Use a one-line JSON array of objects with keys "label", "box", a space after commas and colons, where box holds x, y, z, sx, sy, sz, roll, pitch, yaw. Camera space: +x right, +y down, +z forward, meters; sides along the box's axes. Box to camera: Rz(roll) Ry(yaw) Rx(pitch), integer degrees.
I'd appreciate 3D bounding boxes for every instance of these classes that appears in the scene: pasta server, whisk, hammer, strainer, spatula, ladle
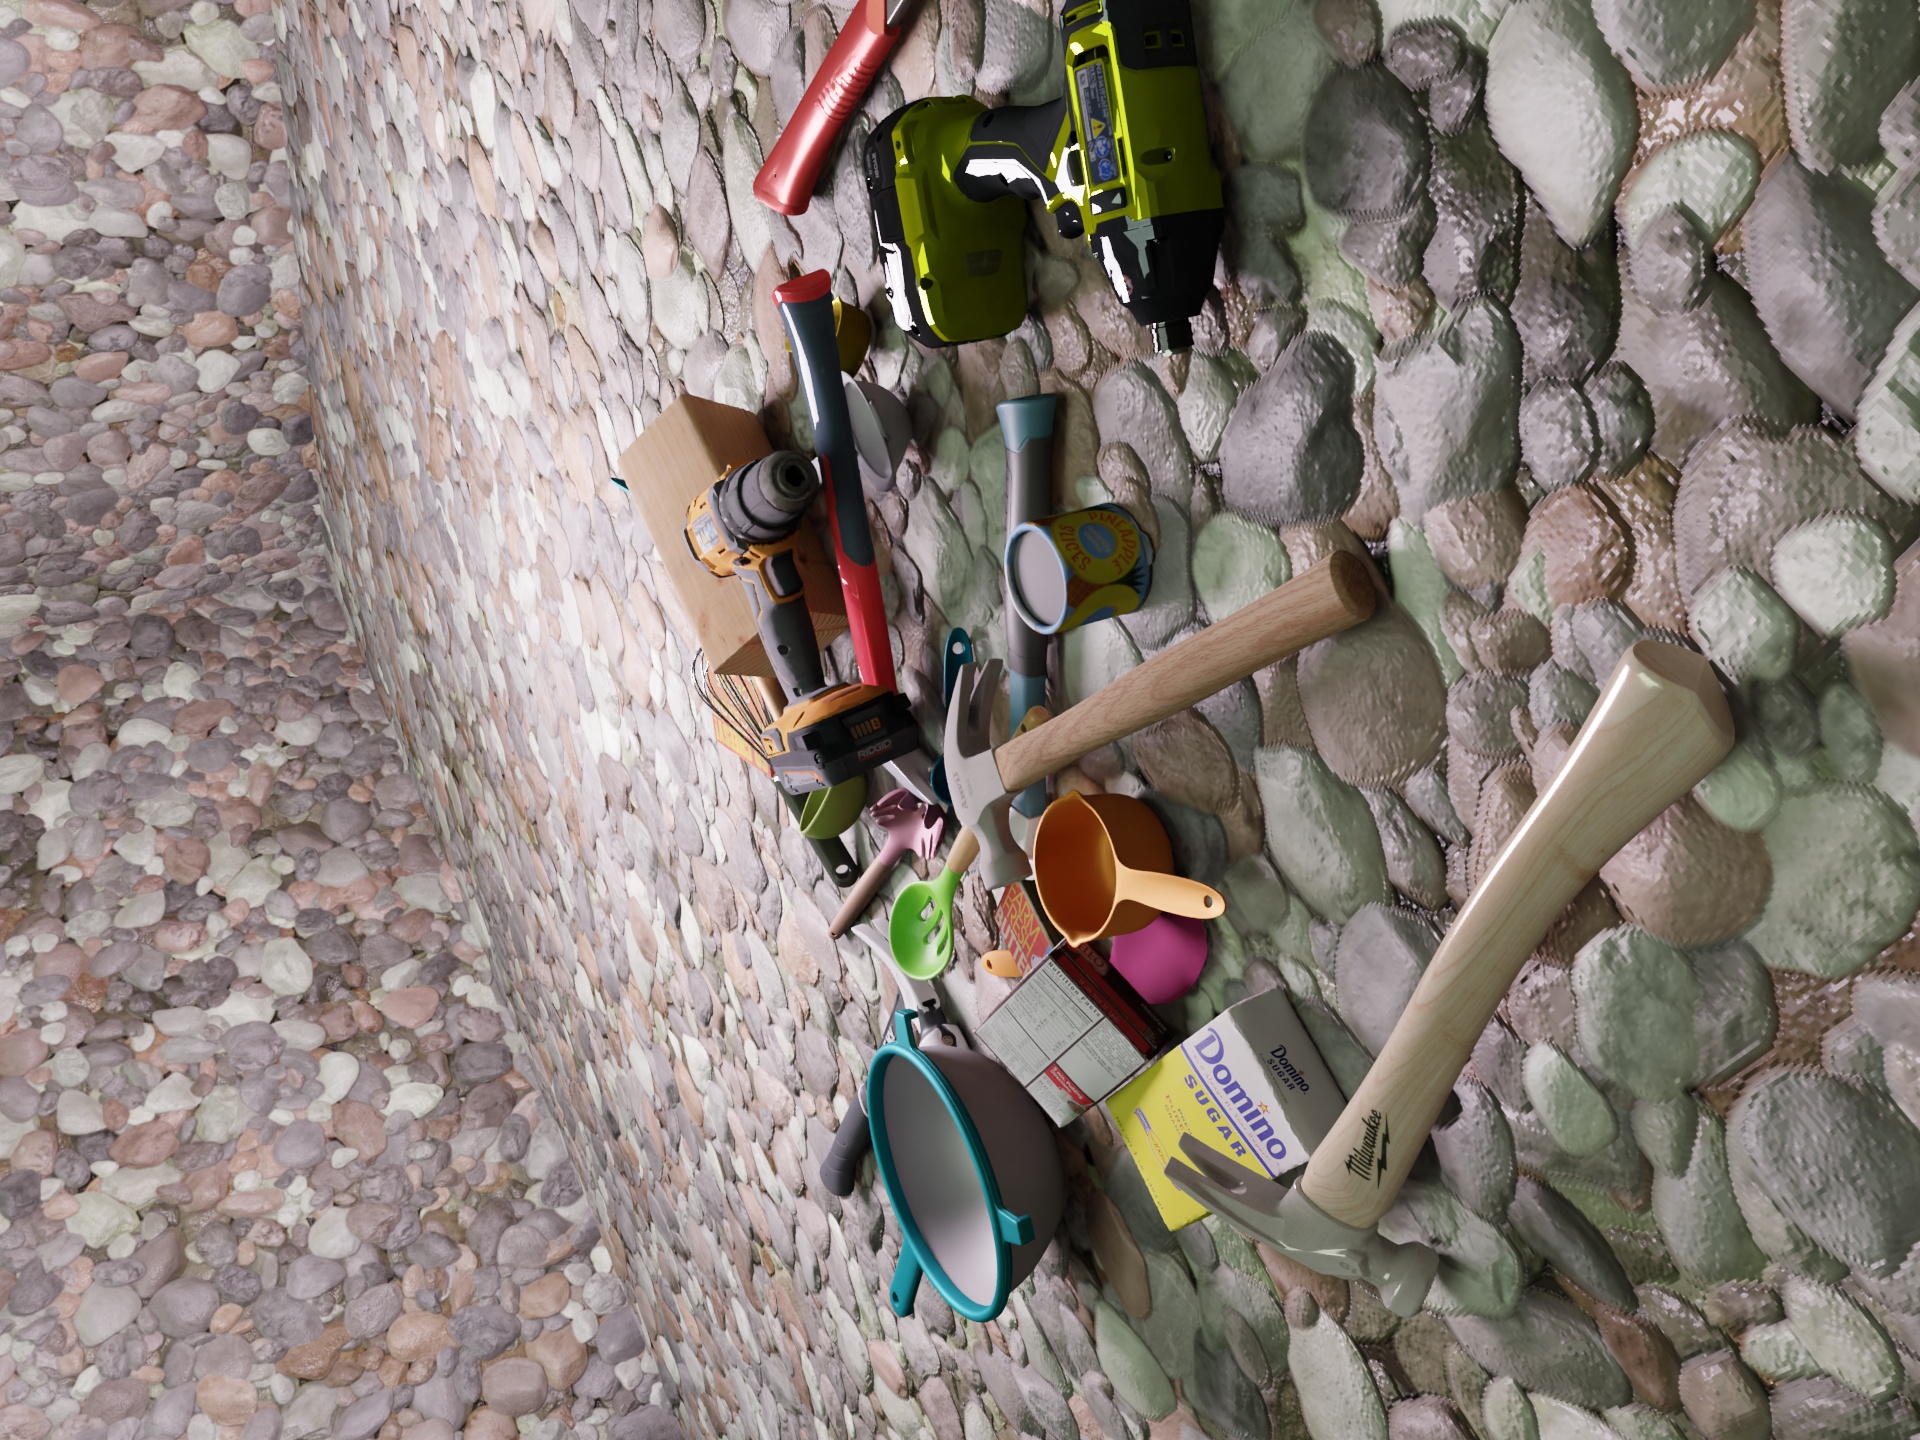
[{"label": "pasta server", "box": [-0.071, 0.127, 1.299, 0.060, 0.040, 0.316, 38, 148, 2]}, {"label": "whisk", "box": [-0.153, 0.037, 1.343, 0.246, 0.058, 0.059, 61, 176, -12]}, {"label": "hammer", "box": [-0.060, -0.428, 0.975, 0.359, 0.036, 0.149, -29, 79, 61]}, {"label": "hammer", "box": [-0.065, -0.115, 1.080, 0.143, 0.038, 0.385, 42, 151, 43]}, {"label": "hammer", "box": [0.092, -0.012, 0.865, 0.331, 0.031, 0.130, -32, 74, 49]}, {"label": "strainer", "box": [0.006, 0.373, 1.237, 0.211, 0.095, 0.340, 57, 150, 33]}, {"label": "hammer", "box": [0.041, -0.045, 1.004, 0.128, 0.033, 0.330, 36, 135, 50]}, {"label": "hammer", "box": [-0.083, 0.330, 1.436, 0.149, 0.036, 0.408, 58, 149, 28]}, {"label": "hammer", "box": [0.216, 0.126, 0.726, 0.146, 0.038, 0.410, 26, 131, 13]}, {"label": "spatula", "box": [-0.192, -0.084, 1.307, 0.044, 0.082, 0.318, -38, 67, 26]}, {"label": "strainer", "box": [-0.084, -0.193, 1.142, 0.087, 0.050, 0.258, 66, 157, -5]}, {"label": "ladle", "box": [-0.140, -0.060, 1.305, 0.078, 0.062, 0.320, 155, 100, -69]}]

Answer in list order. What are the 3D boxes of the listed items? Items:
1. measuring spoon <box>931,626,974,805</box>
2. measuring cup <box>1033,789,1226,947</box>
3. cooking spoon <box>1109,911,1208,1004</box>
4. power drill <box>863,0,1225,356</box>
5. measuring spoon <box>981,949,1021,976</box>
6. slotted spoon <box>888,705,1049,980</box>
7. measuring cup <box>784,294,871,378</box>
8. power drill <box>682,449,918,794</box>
[{"label": "measuring spoon", "box": [-0.002, -0.004, 1.114, 0.021, 0.042, 0.128, -124, 32, -74]}, {"label": "measuring cup", "box": [0.111, 0.090, 0.924, 0.174, 0.052, 0.095, 8, 100, 57]}, {"label": "cooking spoon", "box": [0.087, 0.182, 1.061, 0.318, 0.017, 0.069, 130, 129, -57]}, {"label": "power drill", "box": [0.044, -0.269, 0.833, 0.223, 0.080, 0.171, 8, 112, 57]}, {"label": "measuring spoon", "box": [0.040, 0.177, 1.151, 0.117, 0.011, 0.021, -16, 90, 62]}, {"label": "slotted spoon", "box": [0.006, 0.086, 1.079, 0.070, 0.031, 0.313, 61, 149, 26]}, {"label": "measuring cup", "box": [-0.098, -0.271, 1.144, 0.062, 0.029, 0.157, -70, 22, 7]}, {"label": "power drill", "box": [-0.108, -0.070, 1.079, 0.185, 0.084, 0.226, -16, 97, 66]}]
